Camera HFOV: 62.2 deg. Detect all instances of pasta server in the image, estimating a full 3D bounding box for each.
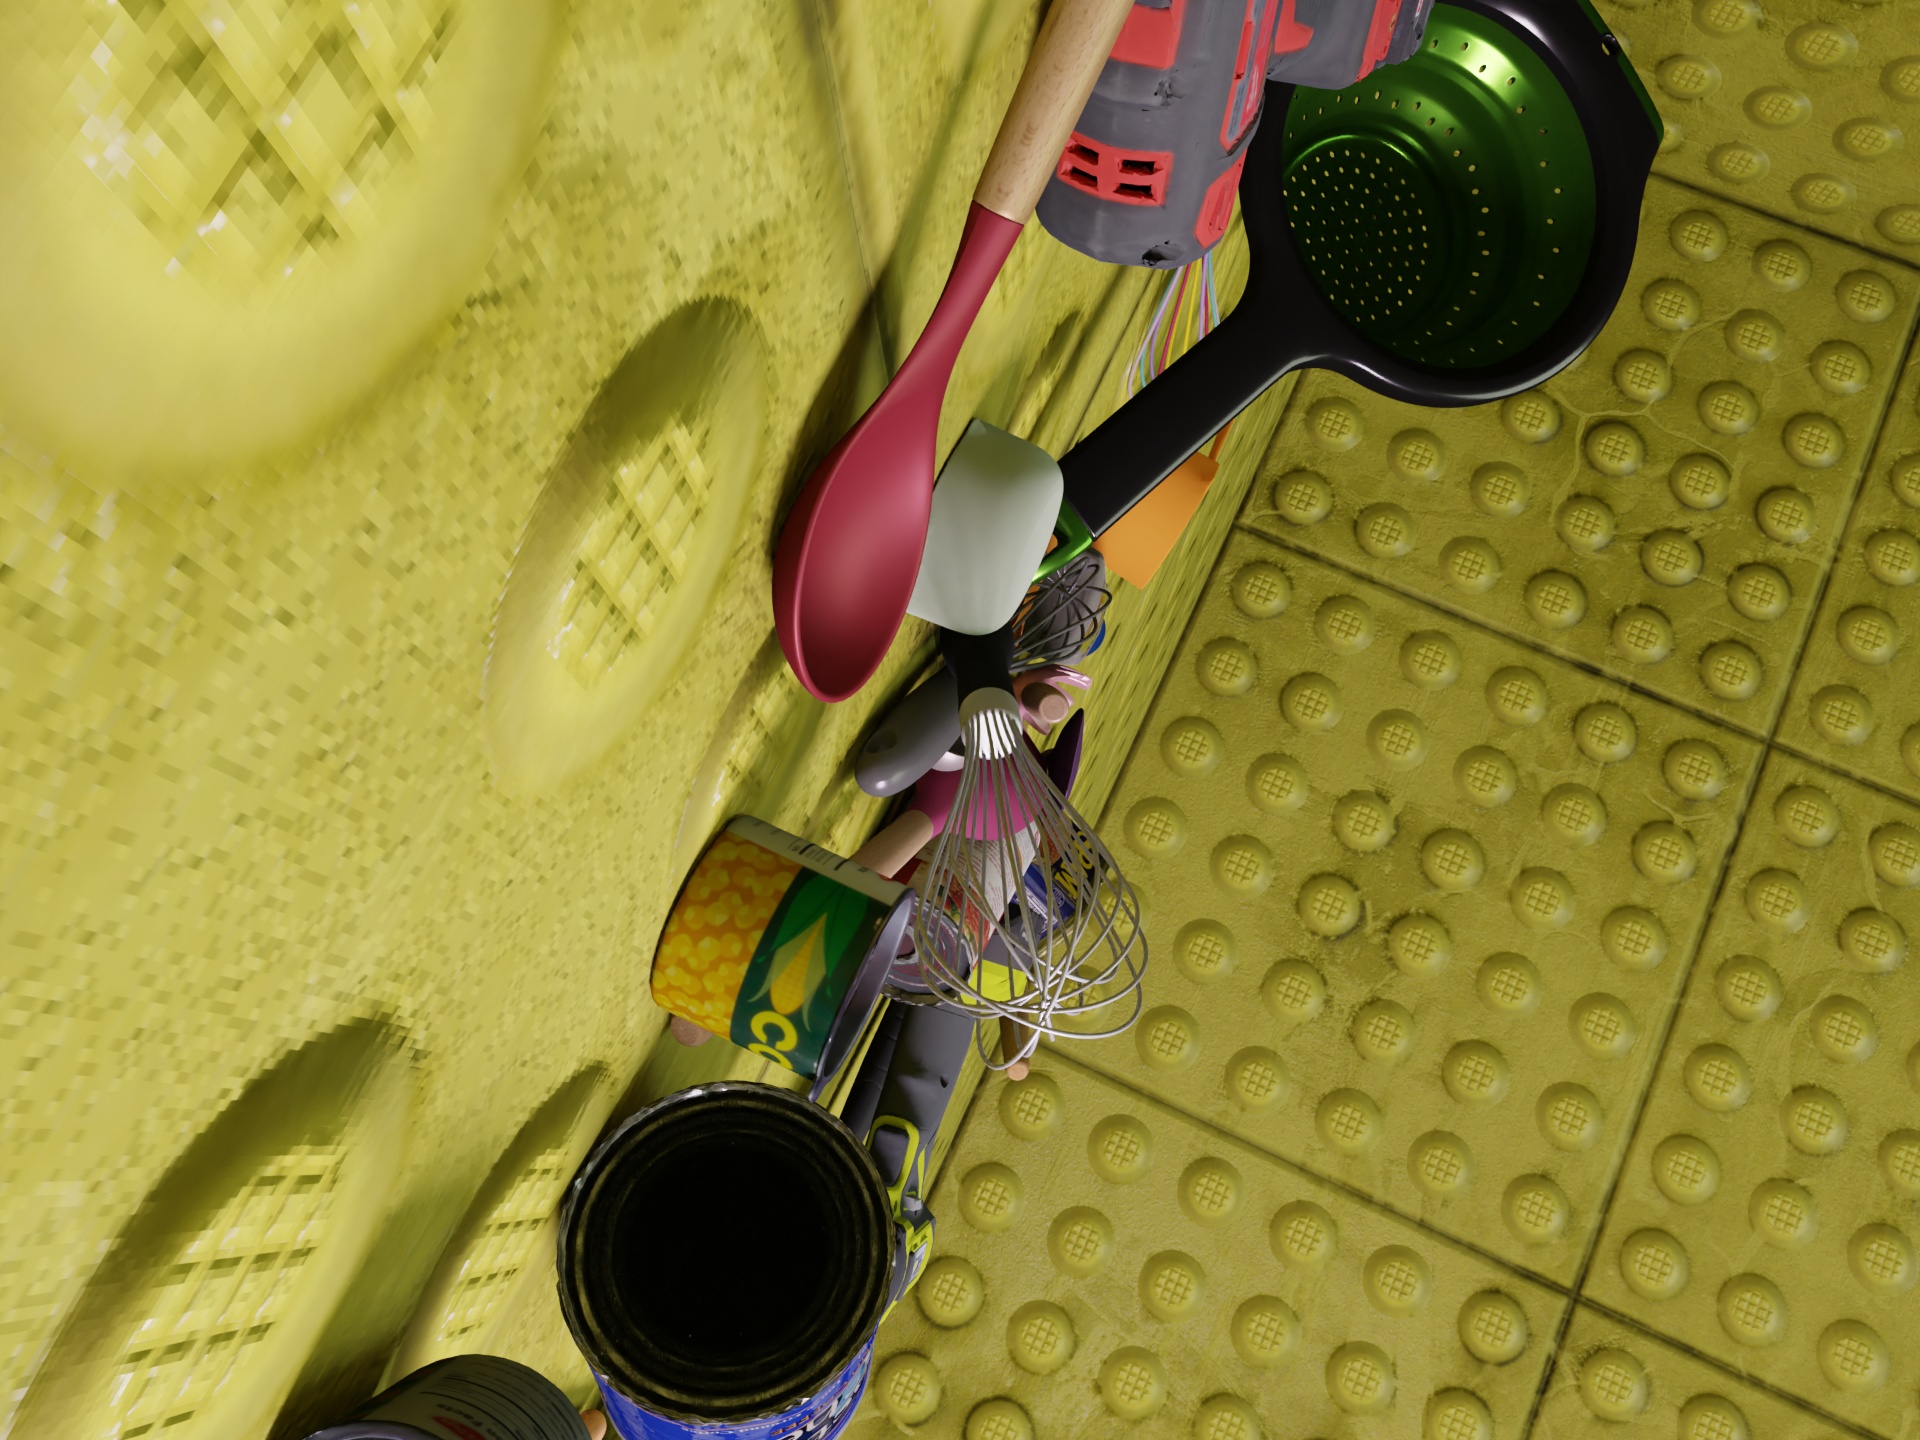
[{"bbox_3d":[0.046,-0.007,0.830,0.060,0.040,0.316,-51,-179,2],"label":"pasta server"}]

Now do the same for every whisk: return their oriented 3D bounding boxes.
[{"bbox_3d":[0.012,0.016,0.547,0.285,0.070,0.070,-98,-155,-62],"label":"whisk"},{"bbox_3d":[0.013,-0.023,0.697,0.239,0.055,0.055,-46,159,-56],"label":"whisk"},{"bbox_3d":[0.123,-0.231,0.823,0.047,0.051,0.244,-56,165,-25],"label":"whisk"}]

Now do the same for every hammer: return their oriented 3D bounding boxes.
[{"bbox_3d":[-0.065,0.248,0.978,0.146,0.035,0.335,104,12,-61],"label":"hammer"}]

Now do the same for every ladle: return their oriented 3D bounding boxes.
[{"bbox_3d":[0.020,-0.145,0.378,0.315,0.031,0.069,-64,163,20],"label":"ladle"}]

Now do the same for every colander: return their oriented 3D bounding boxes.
[{"bbox_3d":[0.153,-0.194,0.748,0.397,0.204,0.094,-41,-169,-13],"label":"colander"}]

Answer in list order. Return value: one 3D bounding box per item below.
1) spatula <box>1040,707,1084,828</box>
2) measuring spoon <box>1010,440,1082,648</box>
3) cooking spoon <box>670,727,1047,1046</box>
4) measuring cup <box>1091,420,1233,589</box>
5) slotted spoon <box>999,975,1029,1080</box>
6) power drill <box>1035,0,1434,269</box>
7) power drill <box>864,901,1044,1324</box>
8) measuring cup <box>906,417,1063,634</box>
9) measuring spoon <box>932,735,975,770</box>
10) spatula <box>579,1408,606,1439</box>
[{"bbox_3d":[0.053,0.026,0.881,0.316,0.018,0.060,58,44,-88],"label":"spatula"},{"bbox_3d":[0.041,-0.089,0.815,0.117,0.011,0.021,-70,160,0],"label":"measuring spoon"},{"bbox_3d":[-0.027,0.052,0.647,0.017,0.069,0.319,-38,180,29],"label":"cooking spoon"},{"bbox_3d":[0.126,-0.159,0.970,0.174,0.052,0.095,-61,-178,-33],"label":"measuring cup"},{"bbox_3d":[0.031,0.143,1.021,0.314,0.031,0.070,-90,-164,-71],"label":"slotted spoon"},{"bbox_3d":[0.093,-0.254,0.465,0.227,0.080,0.187,-51,156,-46],"label":"power drill"},{"bbox_3d":[-0.027,0.196,0.825,0.171,0.080,0.223,56,51,-77],"label":"power drill"},{"bbox_3d":[-0.003,-0.046,0.549,0.168,0.038,0.083,-58,168,-54],"label":"measuring cup"},{"bbox_3d":[-0.001,-0.002,0.730,0.018,0.034,0.124,-58,179,21],"label":"measuring spoon"},{"bbox_3d":[-0.144,0.256,0.481,0.322,0.081,0.041,95,-12,-77],"label":"spatula"}]
